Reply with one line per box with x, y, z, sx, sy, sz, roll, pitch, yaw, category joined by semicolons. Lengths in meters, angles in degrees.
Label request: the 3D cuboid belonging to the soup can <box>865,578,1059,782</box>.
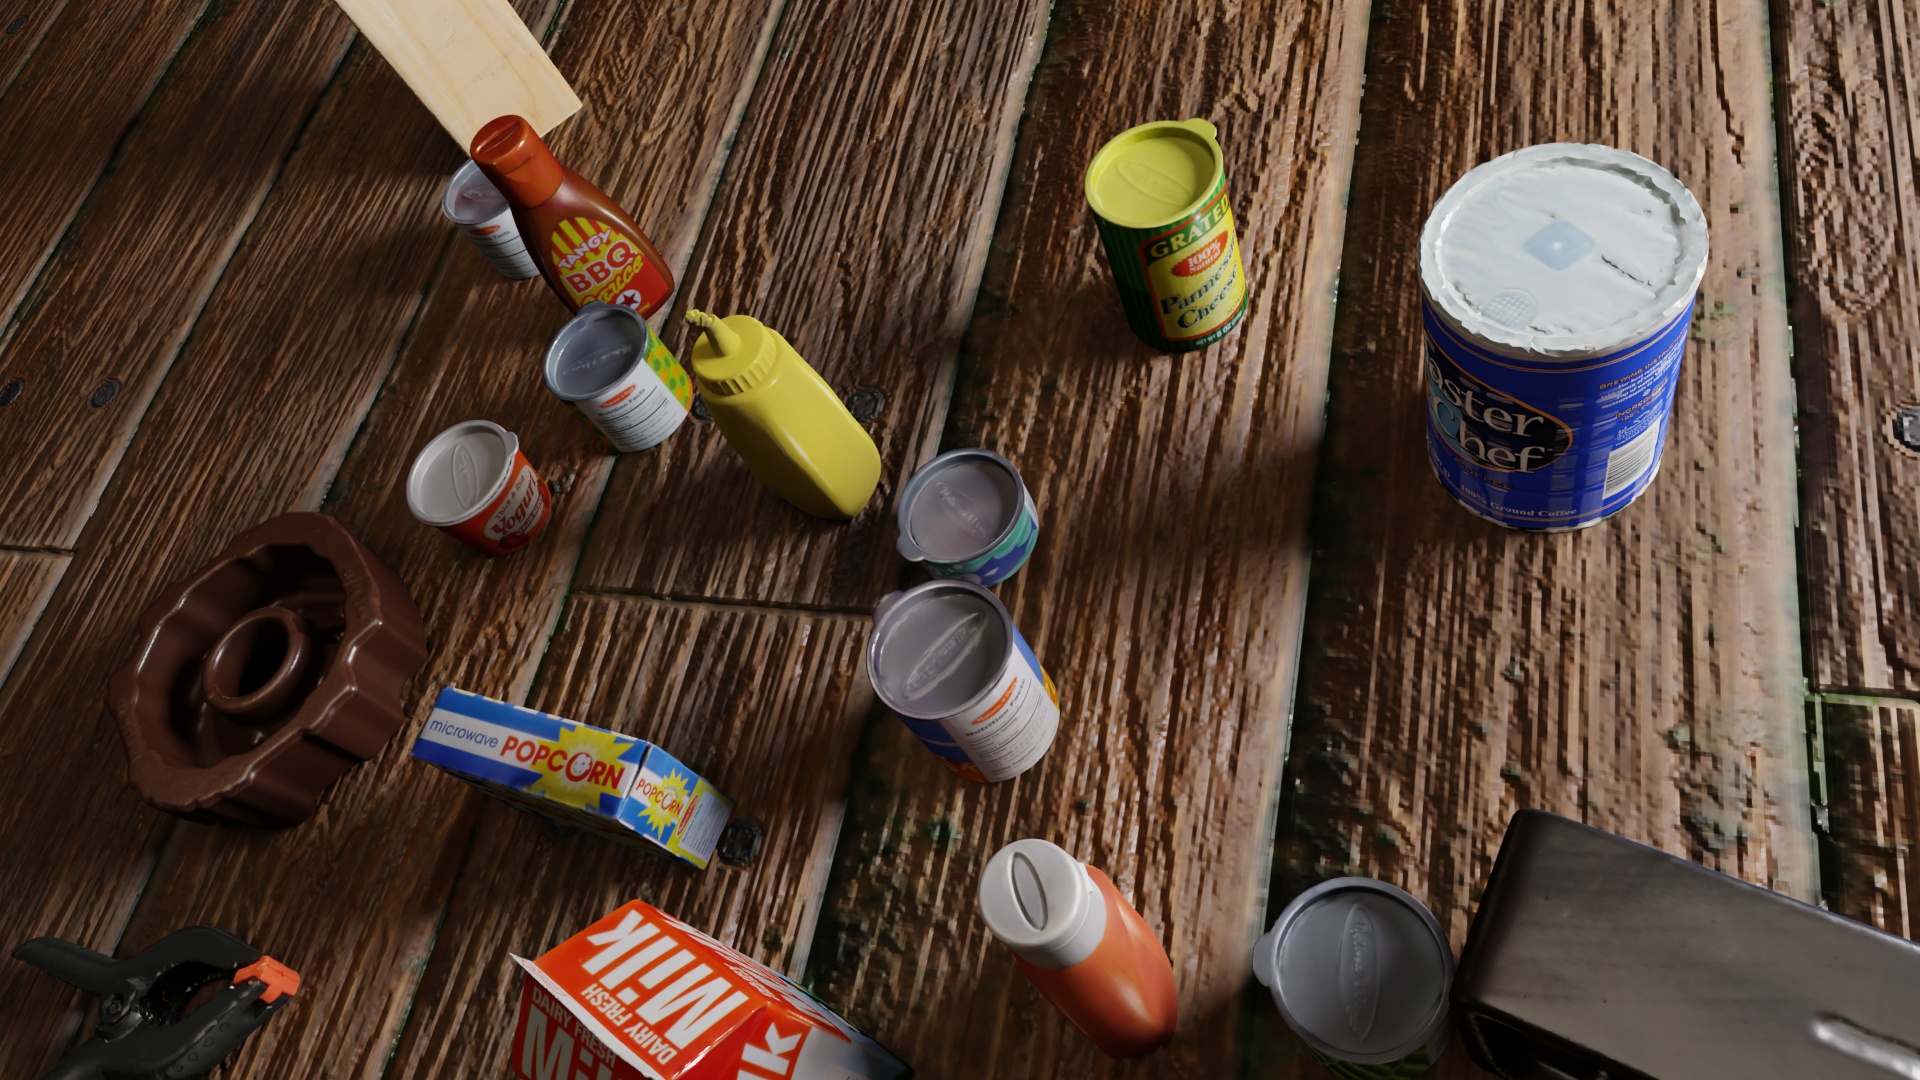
0.001;0.063;0.625;0.071;0.083;0.071;-9;59;15;soup can

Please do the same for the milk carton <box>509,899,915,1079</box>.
-0.094;0.195;0.518;0.072;0.190;0.073;26;73;30;milk carton

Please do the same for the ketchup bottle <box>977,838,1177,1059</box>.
0.045;0.150;0.519;0.043;0.148;0.065;-24;56;6;ketchup bottle

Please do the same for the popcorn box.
-0.184;0.113;0.661;0.127;0.085;0.038;10;66;25;popcorn box

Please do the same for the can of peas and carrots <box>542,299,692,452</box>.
-0.197;-0.095;0.803;0.071;0.058;0.071;-9;59;15;can of peas and carrots

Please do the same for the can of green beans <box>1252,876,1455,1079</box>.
0.152;0.167;0.525;0.071;0.057;0.071;-9;59;15;can of green beans

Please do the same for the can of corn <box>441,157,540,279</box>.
-0.292;-0.216;0.907;0.071;0.058;0.071;-9;59;15;can of corn

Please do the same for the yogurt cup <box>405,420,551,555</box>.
-0.272;-0.027;0.793;0.072;0.053;0.073;-9;59;15;yogurt cup

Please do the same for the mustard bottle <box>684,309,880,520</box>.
-0.092;-0.067;0.688;0.065;0.159;0.049;19;70;28;mustard bottle

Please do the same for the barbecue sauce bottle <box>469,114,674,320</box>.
-0.228;-0.183;0.811;0.065;0.148;0.044;-36;56;-2;barbecue sauce bottle

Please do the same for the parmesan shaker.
0.108;-0.152;0.699;0.071;0.102;0.071;-9;59;15;parmesan shaker

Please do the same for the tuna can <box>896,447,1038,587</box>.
0.002;-0.009;0.696;0.071;0.032;0.071;-9;59;15;tuna can
